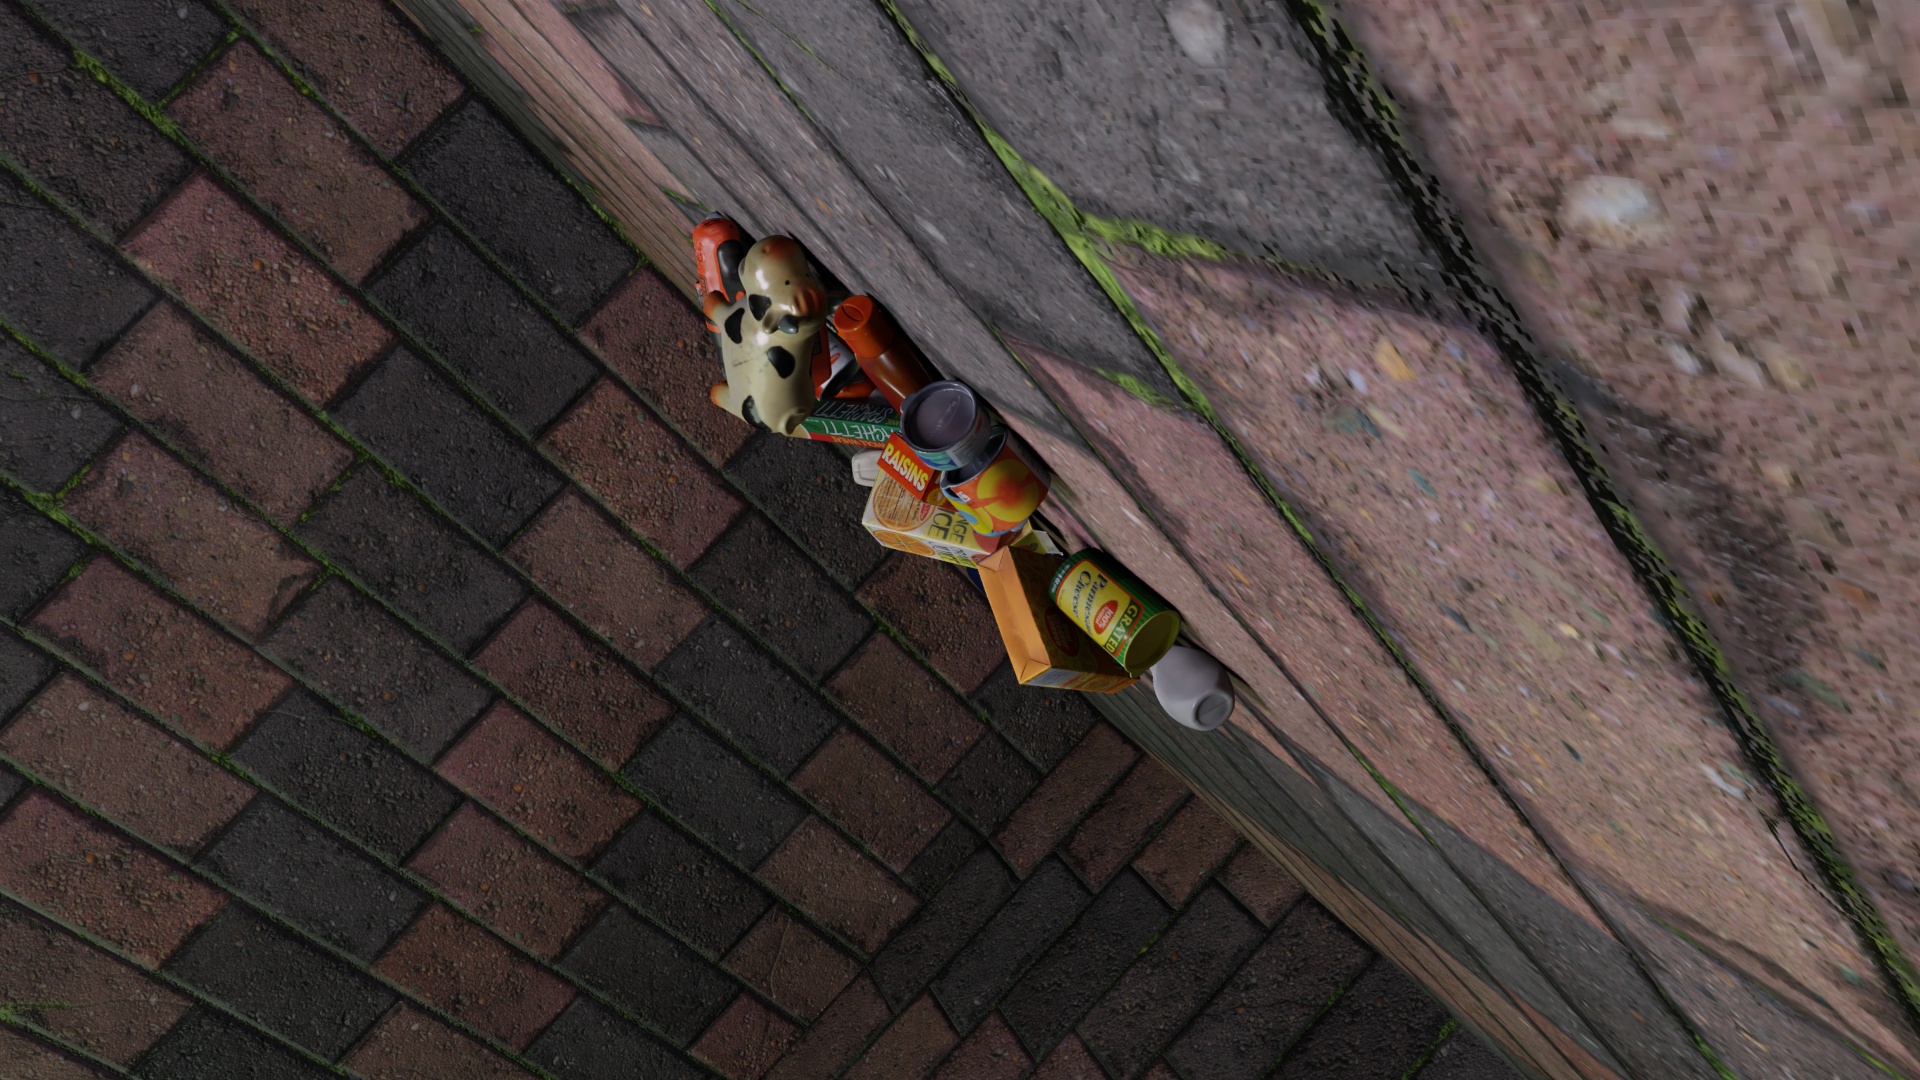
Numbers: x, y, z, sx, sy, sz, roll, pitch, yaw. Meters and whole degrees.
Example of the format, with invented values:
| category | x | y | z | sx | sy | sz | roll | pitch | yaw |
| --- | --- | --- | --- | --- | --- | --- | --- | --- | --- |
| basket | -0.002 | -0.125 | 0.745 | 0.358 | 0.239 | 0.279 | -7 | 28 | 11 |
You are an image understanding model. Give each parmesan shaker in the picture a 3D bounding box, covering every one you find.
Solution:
| category | x | y | z | sx | sy | sz | roll | pitch | yaw |
| --- | --- | --- | --- | --- | --- | --- | --- | --- | --- |
| parmesan shaker | 0.133 | 0.062 | 1.221 | 0.103 | 0.071 | 0.071 | 41 | 176 | 36 |

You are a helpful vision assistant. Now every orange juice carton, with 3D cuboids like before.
| category | x | y | z | sx | sy | sz | roll | pitch | yaw |
| --- | --- | --- | --- | --- | --- | --- | --- | --- | --- |
| orange juice carton | 0.005 | -0.018 | 1.419 | 0.193 | 0.073 | 0.071 | 13 | 165 | 19 |

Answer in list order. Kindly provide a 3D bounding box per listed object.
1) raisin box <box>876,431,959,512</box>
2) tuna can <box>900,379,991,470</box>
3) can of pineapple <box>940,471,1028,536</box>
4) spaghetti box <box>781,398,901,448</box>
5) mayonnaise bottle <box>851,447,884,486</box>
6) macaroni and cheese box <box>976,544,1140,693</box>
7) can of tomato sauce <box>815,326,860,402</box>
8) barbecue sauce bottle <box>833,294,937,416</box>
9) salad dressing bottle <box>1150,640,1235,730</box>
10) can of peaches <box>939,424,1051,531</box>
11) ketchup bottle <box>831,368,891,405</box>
| category | x | y | z | sx | sy | sz | roll | pitch | yaw |
| --- | --- | --- | --- | --- | --- | --- | --- | --- | --- |
| raisin box | -0.006 | -0.057 | 1.312 | 0.123 | 0.040 | 0.086 | 15 | -162 | -40 |
| tuna can | -0.013 | -0.091 | 1.092 | 0.071 | 0.071 | 0.032 | 41 | 176 | 35 |
| can of pineapple | 0.025 | -0.046 | 1.226 | 0.071 | 0.071 | 0.057 | 40 | 175 | 45 |
| spaghetti box | -0.117 | -0.126 | 1.491 | 0.250 | 0.029 | 0.050 | 11 | 155 | 42 |
| mayonnaise bottle | -0.076 | -0.099 | 1.553 | 0.149 | 0.065 | 0.041 | -62 | -33 | -69 |
| macaroni and cheese box | 0.095 | 0.077 | 1.296 | 0.166 | 0.040 | 0.124 | 14 | -130 | -53 |
| can of tomato sauce | -0.153 | -0.197 | 1.463 | 0.083 | 0.071 | 0.071 | 44 | 176 | 5 |
| barbecue sauce bottle | -0.055 | -0.144 | 1.147 | 0.065 | 0.044 | 0.148 | 41 | 175 | 38 |
| salad dressing bottle | 0.198 | 0.117 | 1.273 | 0.043 | 0.064 | 0.148 | 61 | 176 | -31 |
| can of peaches | 0.028 | -0.048 | 1.108 | 0.058 | 0.071 | 0.071 | 44 | 177 | -24 |
| ketchup bottle | -0.127 | -0.174 | 1.521 | 0.149 | 0.065 | 0.043 | 35 | 148 | 8 |
